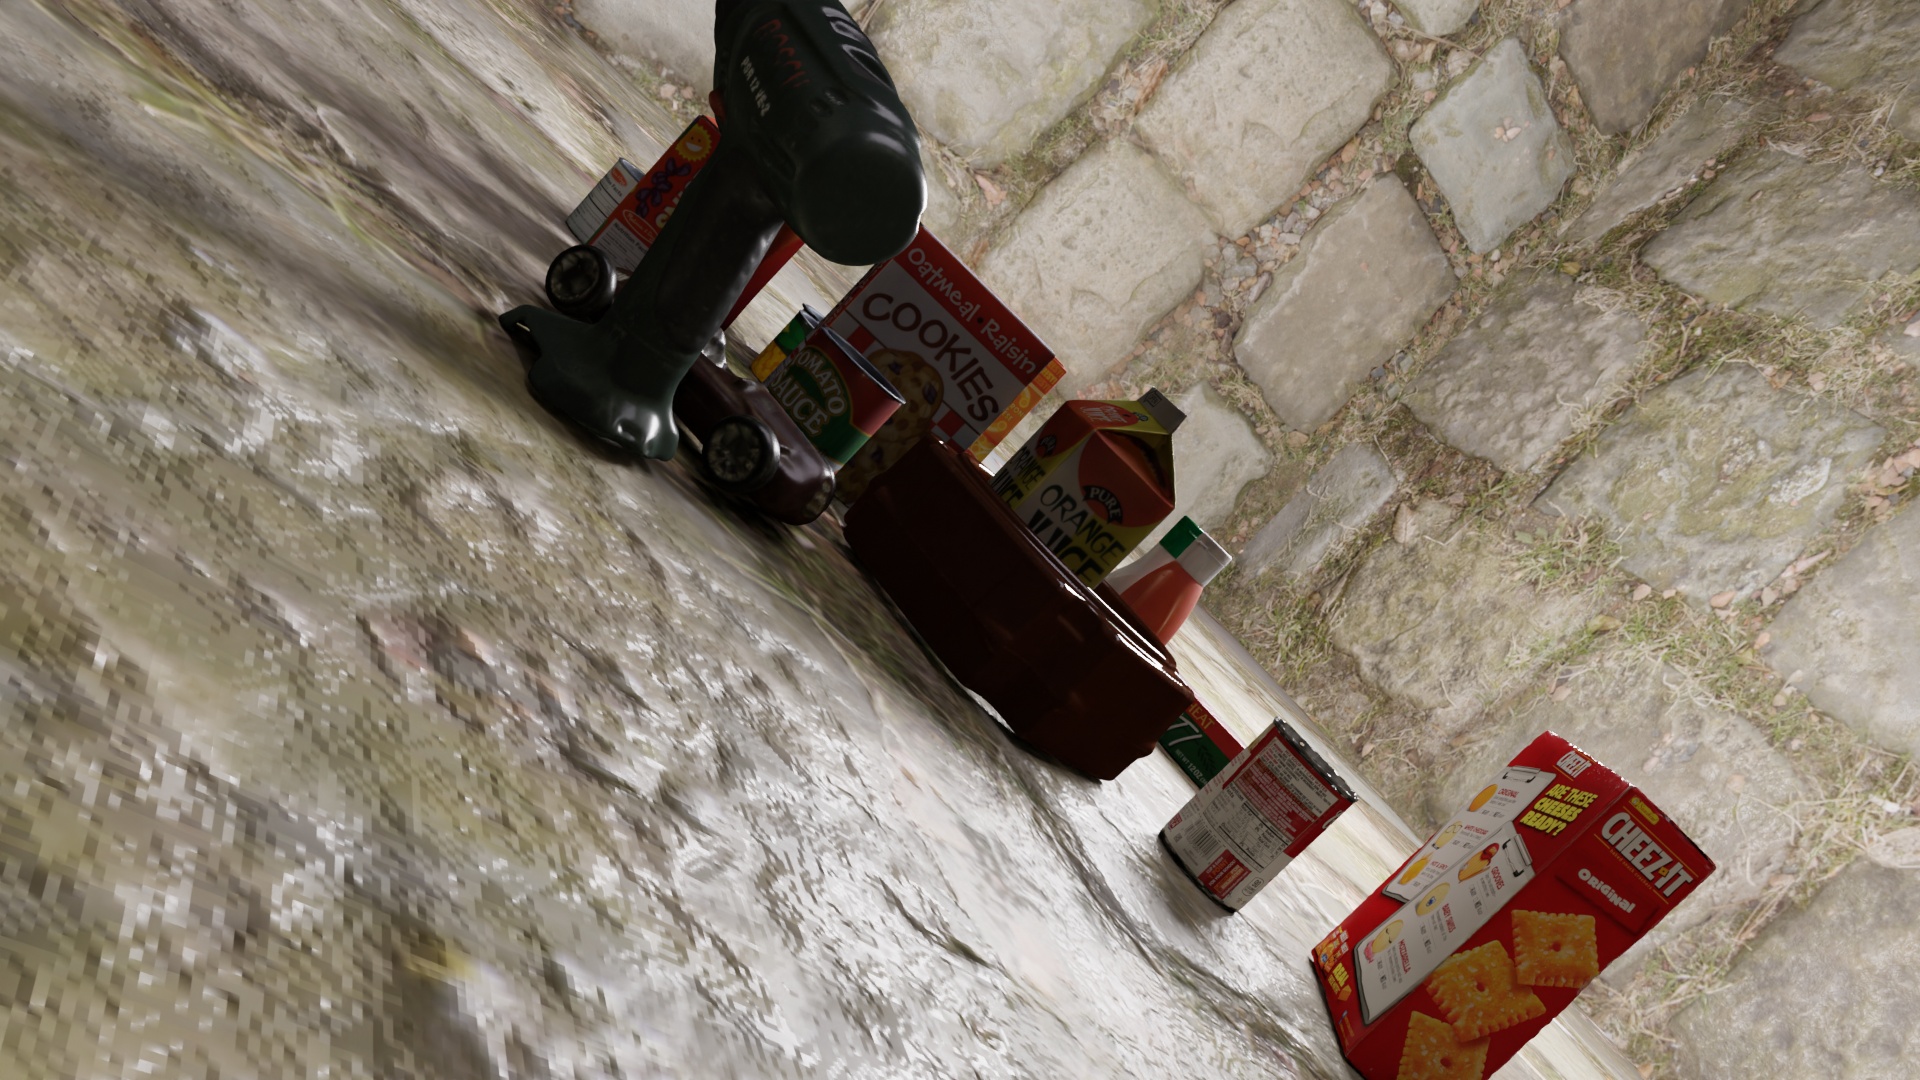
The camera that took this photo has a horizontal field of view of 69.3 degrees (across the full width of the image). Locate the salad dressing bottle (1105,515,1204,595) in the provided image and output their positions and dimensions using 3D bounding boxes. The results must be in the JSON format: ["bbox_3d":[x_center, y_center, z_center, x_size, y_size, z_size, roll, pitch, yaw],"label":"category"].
[{"bbox_3d":[0.180,0.040,1.350,0.064,0.147,0.044,45,7,6],"label":"salad dressing bottle"}]

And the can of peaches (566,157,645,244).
[{"bbox_3d":[-0.225,-0.217,0.954,0.071,0.058,0.071,43,7,-7],"label":"can of peaches"}]

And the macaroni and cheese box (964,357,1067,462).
[{"bbox_3d":[0.009,-0.107,1.174,0.040,0.166,0.124,42,8,-19],"label":"macaroni and cheese box"}]

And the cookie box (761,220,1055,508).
[{"bbox_3d":[-0.040,-0.105,0.904,0.123,0.167,0.040,42,7,-20],"label":"cookie box"}]

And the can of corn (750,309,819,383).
[{"bbox_3d":[-0.118,-0.133,1.060,0.071,0.058,0.071,43,7,-7],"label":"can of corn"}]

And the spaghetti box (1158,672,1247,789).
[{"bbox_3d":[0.178,0.144,1.151,0.251,0.050,0.028,49,8,32],"label":"spaghetti box"}]

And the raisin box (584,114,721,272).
[{"bbox_3d":[-0.183,-0.205,0.860,0.040,0.123,0.086,43,7,-12],"label":"raisin box"}]

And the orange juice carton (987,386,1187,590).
[{"bbox_3d":[0.057,-0.014,0.830,0.073,0.192,0.072,42,7,-19],"label":"orange juice carton"}]

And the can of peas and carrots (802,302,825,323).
[{"bbox_3d":[-0.122,-0.149,1.125,0.071,0.058,0.071,43,7,-7],"label":"can of peas and carrots"}]

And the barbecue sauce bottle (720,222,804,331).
[{"bbox_3d":[-0.149,-0.225,1.053,0.043,0.148,0.065,44,7,0],"label":"barbecue sauce bottle"}]

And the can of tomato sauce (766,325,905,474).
[{"bbox_3d":[-0.086,-0.076,0.827,0.071,0.083,0.071,43,7,-7],"label":"can of tomato sauce"}]

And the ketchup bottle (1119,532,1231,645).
[{"bbox_3d":[0.184,0.056,1.277,0.043,0.148,0.065,36,11,-51],"label":"ketchup bottle"}]
